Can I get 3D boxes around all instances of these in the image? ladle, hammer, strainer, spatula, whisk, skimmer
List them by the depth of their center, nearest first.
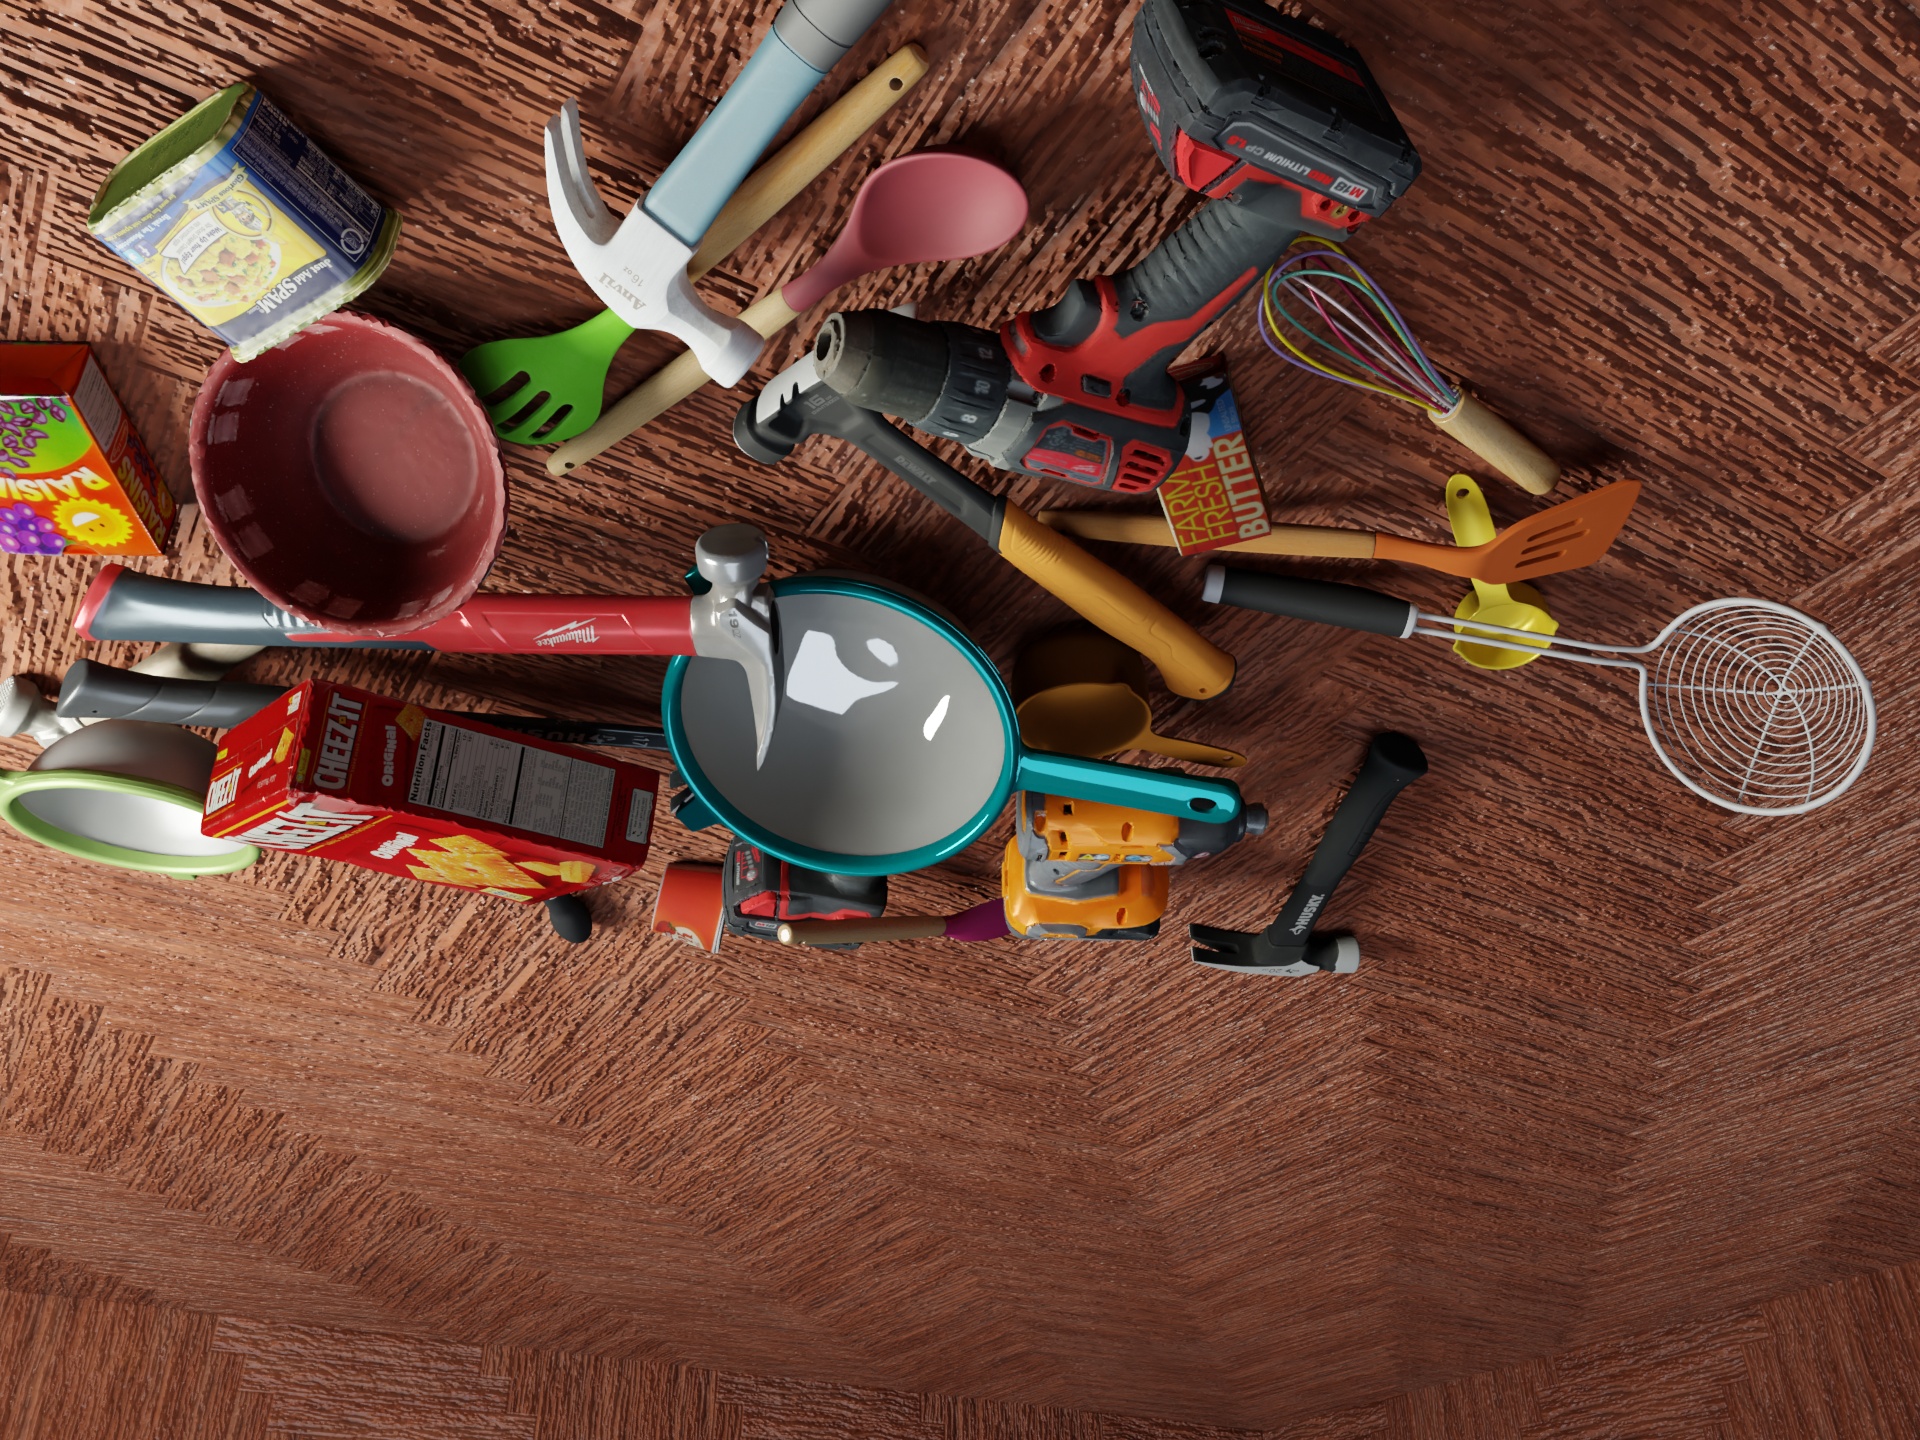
[{"bbox_3d":[-0.052,-0.273,0.622,0.128,0.033,0.331,36,130,-20],"label":"hammer"},{"bbox_3d":[-0.098,-0.190,0.769,0.315,0.031,0.069,-24,144,33],"label":"ladle"},{"bbox_3d":[0.233,-0.171,0.796,0.244,0.047,0.051,22,152,-37],"label":"whisk"},{"bbox_3d":[0.044,-0.099,0.869,0.336,0.034,0.127,31,144,-34],"label":"hammer"},{"bbox_3d":[-0.291,-0.042,0.876,0.386,0.038,0.143,1,127,4],"label":"hammer"},{"bbox_3d":[0.205,-0.107,0.883,0.322,0.041,0.081,5,153,7],"label":"spatula"},{"bbox_3d":[0.318,-0.033,0.903,0.363,0.090,0.127,11,124,3],"label":"skimmer"},{"bbox_3d":[-0.002,-0.003,0.950,0.340,0.095,0.210,10,126,1],"label":"strainer"},{"bbox_3d":[-0.420,-0.053,0.954,0.410,0.038,0.146,-26,140,32],"label":"hammer"},{"bbox_3d":[-0.545,0.021,0.960,0.151,0.069,0.256,-21,144,39],"label":"strainer"},{"bbox_3d":[-0.335,0.001,0.997,0.408,0.036,0.149,5,149,-21],"label":"hammer"},{"bbox_3d":[-0.316,0.107,1.181,0.070,0.070,0.284,-1,151,0],"label":"whisk"},{"bbox_3d":[0.276,0.112,1.217,0.146,0.035,0.334,2,146,-5],"label":"hammer"}]

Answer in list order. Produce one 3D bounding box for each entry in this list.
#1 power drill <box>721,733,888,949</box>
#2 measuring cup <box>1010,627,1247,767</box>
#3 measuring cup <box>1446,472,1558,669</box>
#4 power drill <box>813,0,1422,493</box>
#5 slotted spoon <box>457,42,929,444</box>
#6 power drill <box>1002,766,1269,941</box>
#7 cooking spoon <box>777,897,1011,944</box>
[{"bbox_3d":[-0.091,0.073,1.117,0.143,0.079,0.219,11,141,-20],"label":"power drill"},{"bbox_3d":[0.111,-0.010,1.020,0.173,0.052,0.095,15,143,-26],"label":"measuring cup"},{"bbox_3d":[0.308,-0.092,0.934,0.062,0.029,0.156,-14,132,21],"label":"measuring cup"},{"bbox_3d":[0.059,-0.195,0.680,0.187,0.080,0.226,9,140,-31],"label":"power drill"},{"bbox_3d":[-0.132,-0.211,0.738,0.314,0.031,0.070,-29,134,33],"label":"slotted spoon"},{"bbox_3d":[0.112,0.092,1.107,0.164,0.084,0.226,2,158,-4],"label":"power drill"},{"bbox_3d":[-0.031,0.154,1.181,0.068,0.017,0.318,-38,157,24],"label":"cooking spoon"}]
